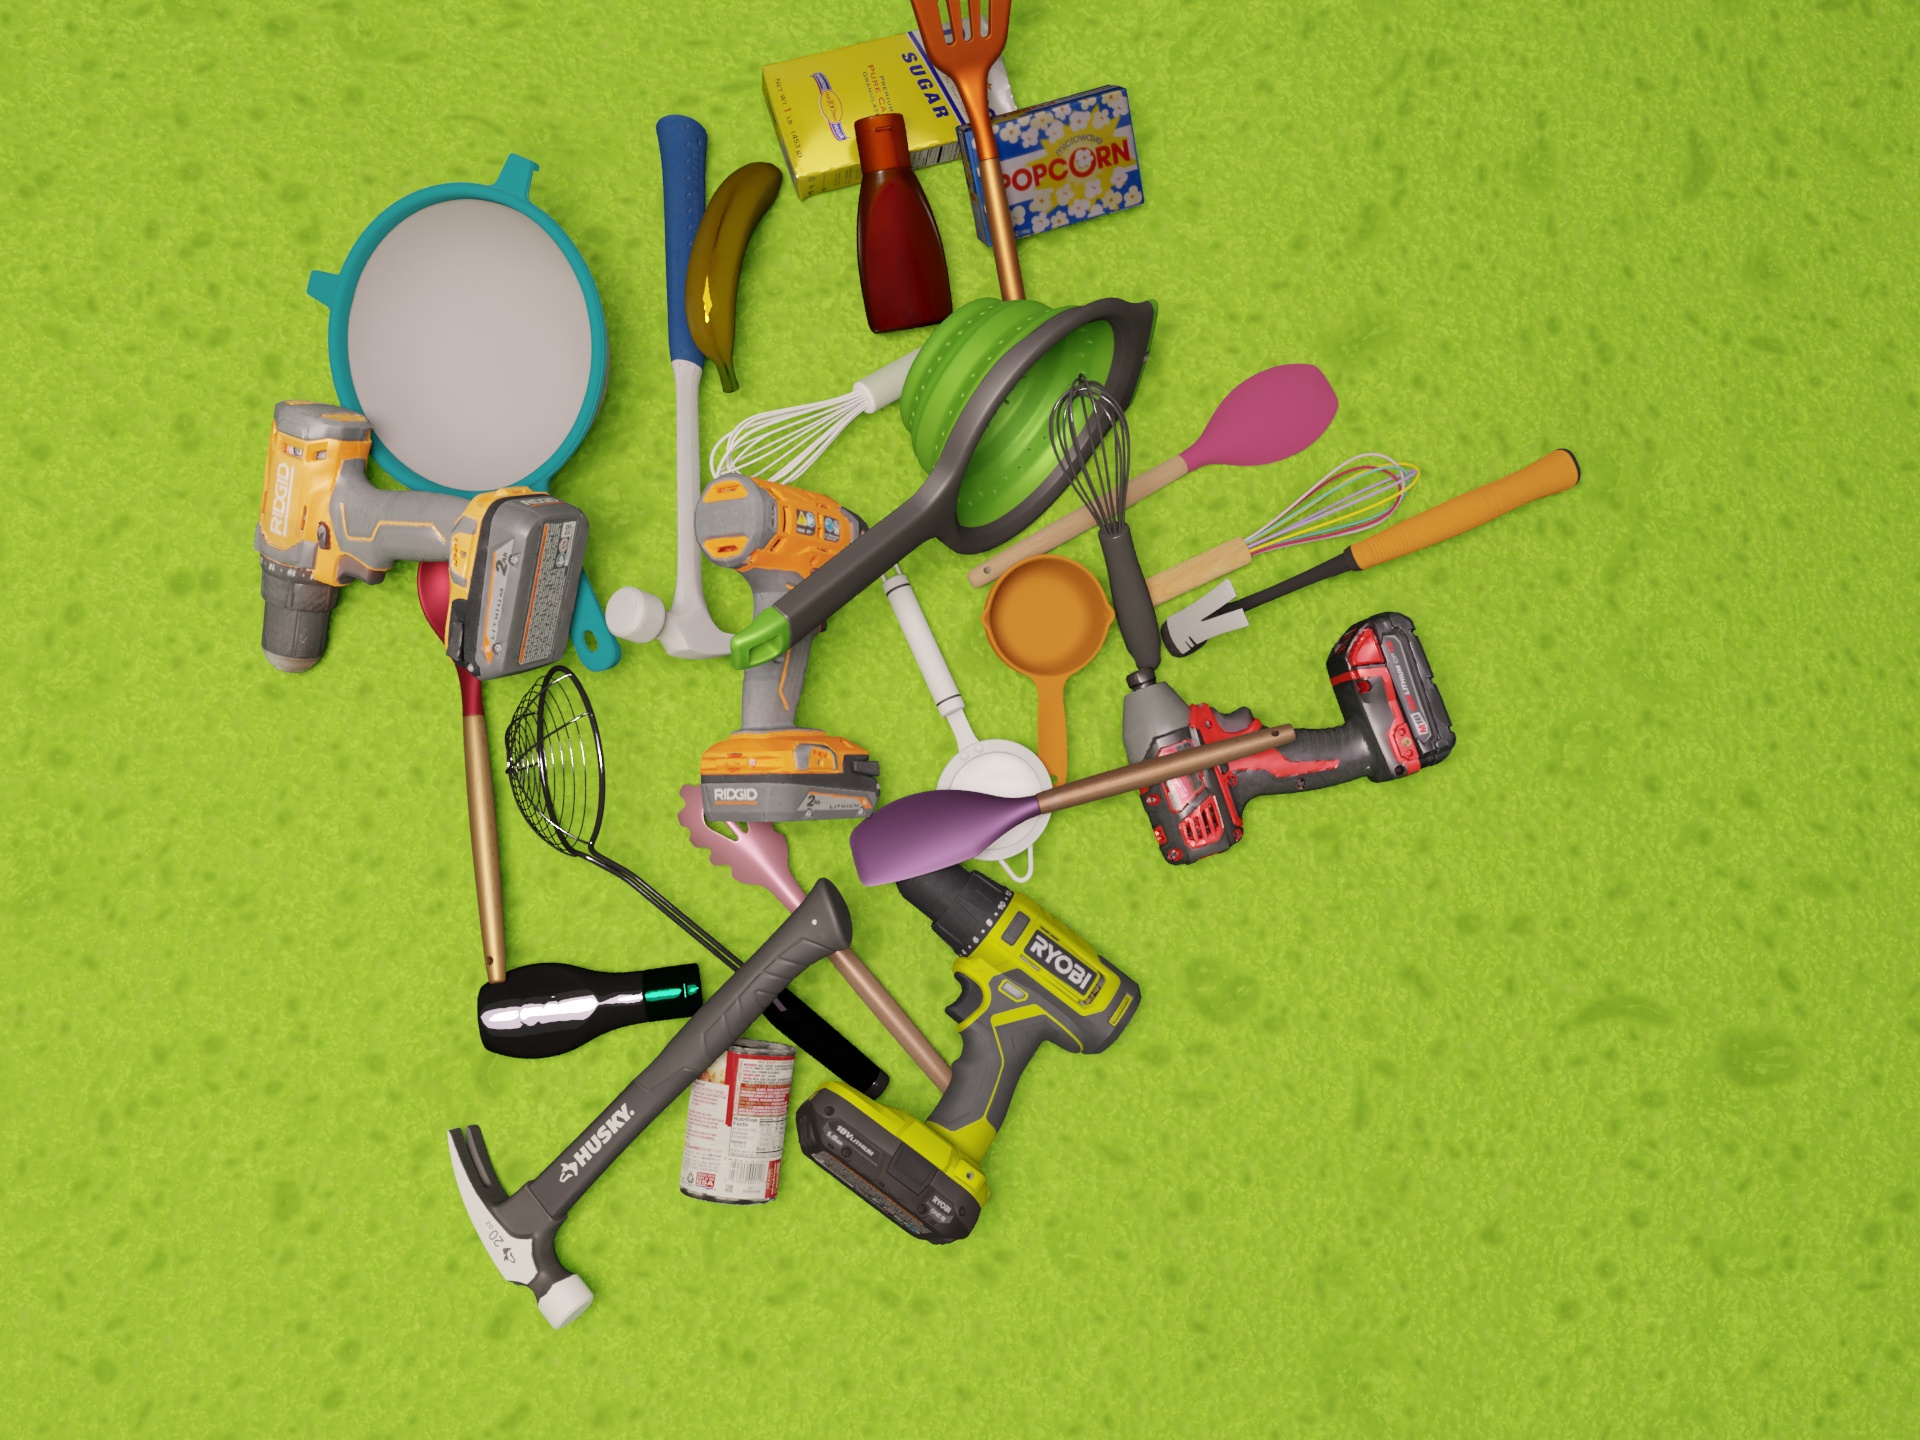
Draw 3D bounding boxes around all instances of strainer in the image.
[{"bbox_3d":[-0.296,-0.197,1.103,0.211,0.095,0.340,-22,93,19],"label":"strainer"},{"bbox_3d":[-0.002,-0.004,1.138,0.087,0.050,0.258,-26,80,11],"label":"strainer"}]

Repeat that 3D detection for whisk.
[{"bbox_3d":[-0.075,-0.226,1.135,0.246,0.059,0.058,-34,63,-24],"label":"whisk"},{"bbox_3d":[0.108,-0.130,1.103,0.055,0.055,0.238,-25,124,-8],"label":"whisk"},{"bbox_3d":[0.229,-0.136,1.180,0.245,0.051,0.047,-25,61,-4],"label":"whisk"}]

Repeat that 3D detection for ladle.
[{"bbox_3d":[-0.332,0.022,1.093,0.069,0.031,0.315,-13,78,20],"label":"ladle"}]

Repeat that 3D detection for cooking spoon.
[{"bbox_3d":[0.144,-0.179,1.183,0.319,0.017,0.069,-30,86,-9],"label":"cooking spoon"}]

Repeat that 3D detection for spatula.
[{"bbox_3d":[0.026,-0.373,1.126,0.081,0.041,0.322,-15,108,-9],"label":"spatula"},{"bbox_3d":[0.077,0.049,1.094,0.316,0.018,0.060,-15,64,-1],"label":"spatula"}]

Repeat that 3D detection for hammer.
[{"bbox_3d":[-0.196,0.229,1.041,0.335,0.035,0.146,-46,73,6],"label":"hammer"},{"bbox_3d":[-0.190,-0.237,1.125,0.035,0.144,0.406,-12,73,30],"label":"hammer"},{"bbox_3d":[0.310,-0.129,1.153,0.337,0.127,0.034,-23,87,-13],"label":"hammer"}]

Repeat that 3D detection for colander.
[{"bbox_3d":[-0.029,-0.175,1.062,0.094,0.204,0.397,40,62,18],"label":"colander"}]

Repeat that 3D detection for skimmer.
[{"bbox_3d":[-0.172,0.116,1.092,0.363,0.127,0.090,43,57,-10],"label":"skimmer"}]

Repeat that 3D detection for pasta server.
[{"bbox_3d":[-0.087,0.161,1.118,0.060,0.040,0.316,-40,92,-9],"label":"pasta server"}]

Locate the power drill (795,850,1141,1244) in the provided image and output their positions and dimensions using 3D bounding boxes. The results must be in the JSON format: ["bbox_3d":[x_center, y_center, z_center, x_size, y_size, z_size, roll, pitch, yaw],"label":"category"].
[{"bbox_3d":[-0.009,0.213,1.074,0.190,0.080,0.228,37,65,-1],"label":"power drill"}]

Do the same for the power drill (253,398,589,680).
[{"bbox_3d":[-0.372,-0.095,1.055,0.226,0.084,0.185,21,107,16],"label":"power drill"}]

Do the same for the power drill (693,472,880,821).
[{"bbox_3d":[-0.108,-0.046,1.090,0.084,0.164,0.226,-2,88,32],"label":"power drill"}]

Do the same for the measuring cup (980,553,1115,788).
[{"bbox_3d":[0.061,-0.032,1.145,0.095,0.052,0.173,-3,94,-5],"label":"measuring cup"}]

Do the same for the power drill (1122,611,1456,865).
[{"bbox_3d":[0.226,0.004,1.142,0.219,0.078,0.143,-20,85,-4],"label":"power drill"}]
